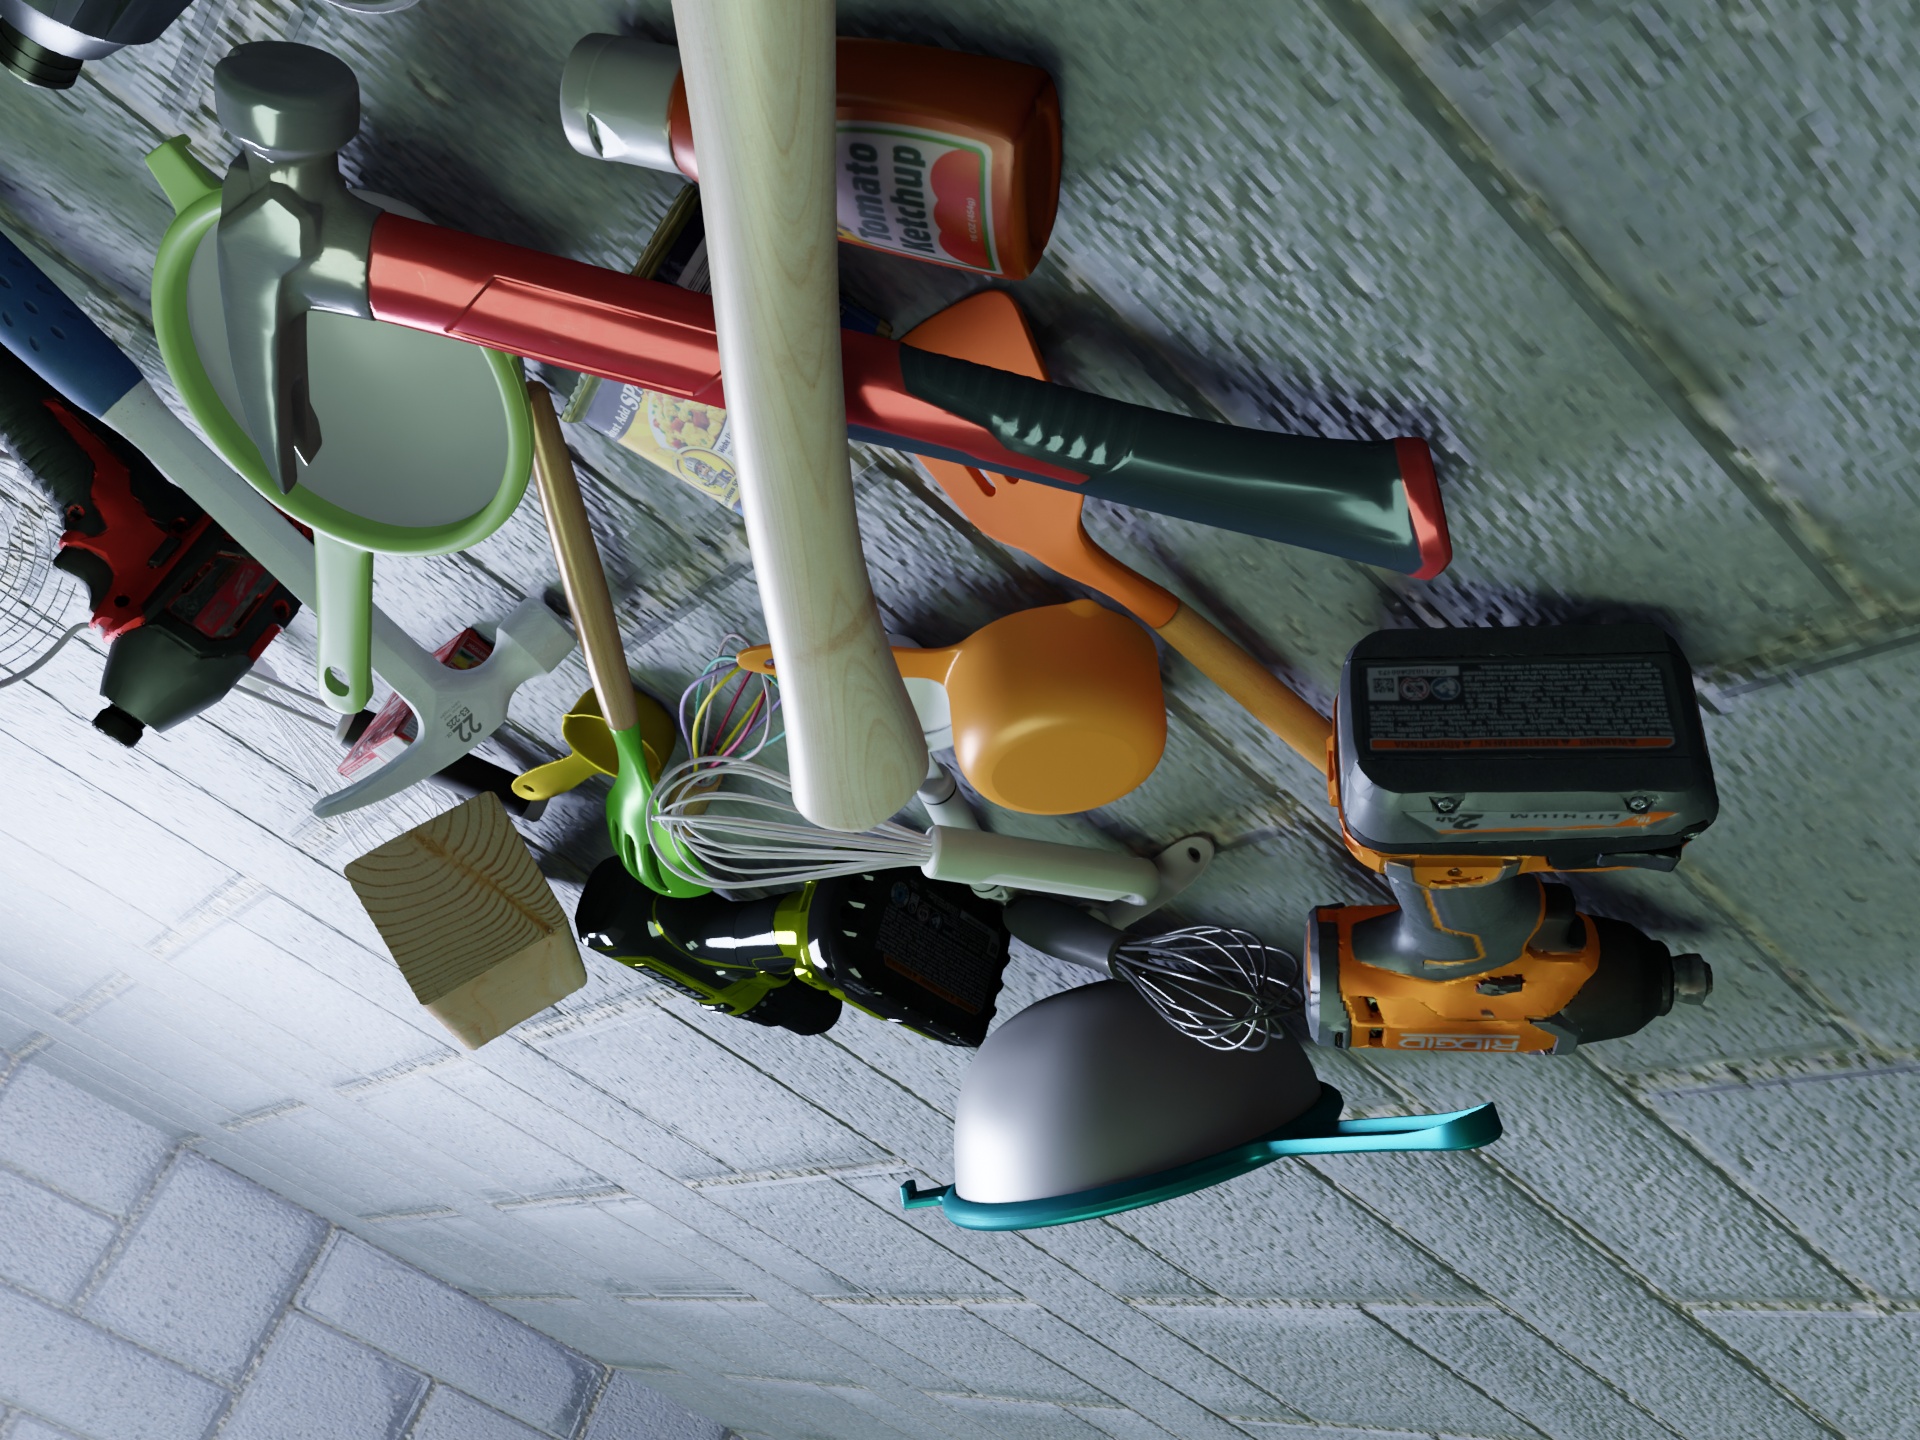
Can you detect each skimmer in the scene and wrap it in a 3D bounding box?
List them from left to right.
[{"bbox_3d":[-0.384,-0.019,0.842,0.363,0.127,0.090,27,175,-24],"label":"skimmer"}]

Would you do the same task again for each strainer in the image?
[{"bbox_3d":[-0.233,-0.106,0.638,0.151,0.069,0.256,23,135,0],"label":"strainer"},{"bbox_3d":[-0.016,0.023,0.746,0.087,0.050,0.258,-1,146,18],"label":"strainer"},{"bbox_3d":[0.113,0.166,0.766,0.340,0.211,0.095,-27,78,57],"label":"strainer"}]

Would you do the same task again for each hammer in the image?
[{"bbox_3d":[-0.356,-0.126,0.683,0.405,0.144,0.035,48,162,-23],"label":"hammer"},{"bbox_3d":[-0.059,-0.113,0.434,0.146,0.038,0.410,2,136,4],"label":"hammer"},{"bbox_3d":[-0.034,-0.093,0.506,0.386,0.038,0.143,13,133,-5],"label":"hammer"}]

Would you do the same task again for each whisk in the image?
[{"bbox_3d":[-0.389,-0.003,0.928,0.070,0.070,0.284,-7,133,38],"label":"whisk"},{"bbox_3d":[-0.123,0.017,0.806,0.051,0.047,0.245,26,152,-7],"label":"whisk"},{"bbox_3d":[-0.021,0.059,0.726,0.246,0.059,0.058,10,162,-17],"label":"whisk"},{"bbox_3d":[0.080,0.108,0.747,0.055,0.055,0.239,39,167,-23],"label":"whisk"}]

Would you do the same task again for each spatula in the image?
[{"bbox_3d":[0.097,-0.035,0.610,0.322,0.041,0.081,36,145,-26],"label":"spatula"}]

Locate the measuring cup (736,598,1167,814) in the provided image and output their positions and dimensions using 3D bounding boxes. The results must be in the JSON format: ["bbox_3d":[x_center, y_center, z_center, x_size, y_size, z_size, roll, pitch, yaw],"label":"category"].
[{"bbox_3d":[-0.001,-0.002,0.627,0.173,0.052,0.095,3,145,-16],"label":"measuring cup"}]

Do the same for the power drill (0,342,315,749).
[{"bbox_3d":[-0.416,-0.094,0.728,0.219,0.143,0.078,37,161,-16],"label":"power drill"}]

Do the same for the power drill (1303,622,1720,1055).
[{"bbox_3d":[0.216,0.060,0.608,0.164,0.084,0.226,-1,144,10],"label":"power drill"}]

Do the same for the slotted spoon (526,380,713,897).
[{"bbox_3d":[-0.166,-0.020,0.747,0.070,0.031,0.313,27,141,30],"label":"slotted spoon"}]

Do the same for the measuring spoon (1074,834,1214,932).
[{"bbox_3d":[0.094,0.084,0.789,0.034,0.018,0.124,52,141,9],"label":"measuring spoon"}]

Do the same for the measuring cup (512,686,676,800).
[{"bbox_3d":[-0.205,0.016,0.864,0.062,0.029,0.156,39,146,-23],"label":"measuring cup"}]

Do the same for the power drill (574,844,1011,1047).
[{"bbox_3d":[-0.085,0.136,0.912,0.228,0.080,0.190,-8,146,42],"label":"power drill"}]

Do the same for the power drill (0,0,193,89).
[{"bbox_3d":[-0.254,-0.277,0.365,0.223,0.080,0.171,41,119,-10],"label":"power drill"}]
